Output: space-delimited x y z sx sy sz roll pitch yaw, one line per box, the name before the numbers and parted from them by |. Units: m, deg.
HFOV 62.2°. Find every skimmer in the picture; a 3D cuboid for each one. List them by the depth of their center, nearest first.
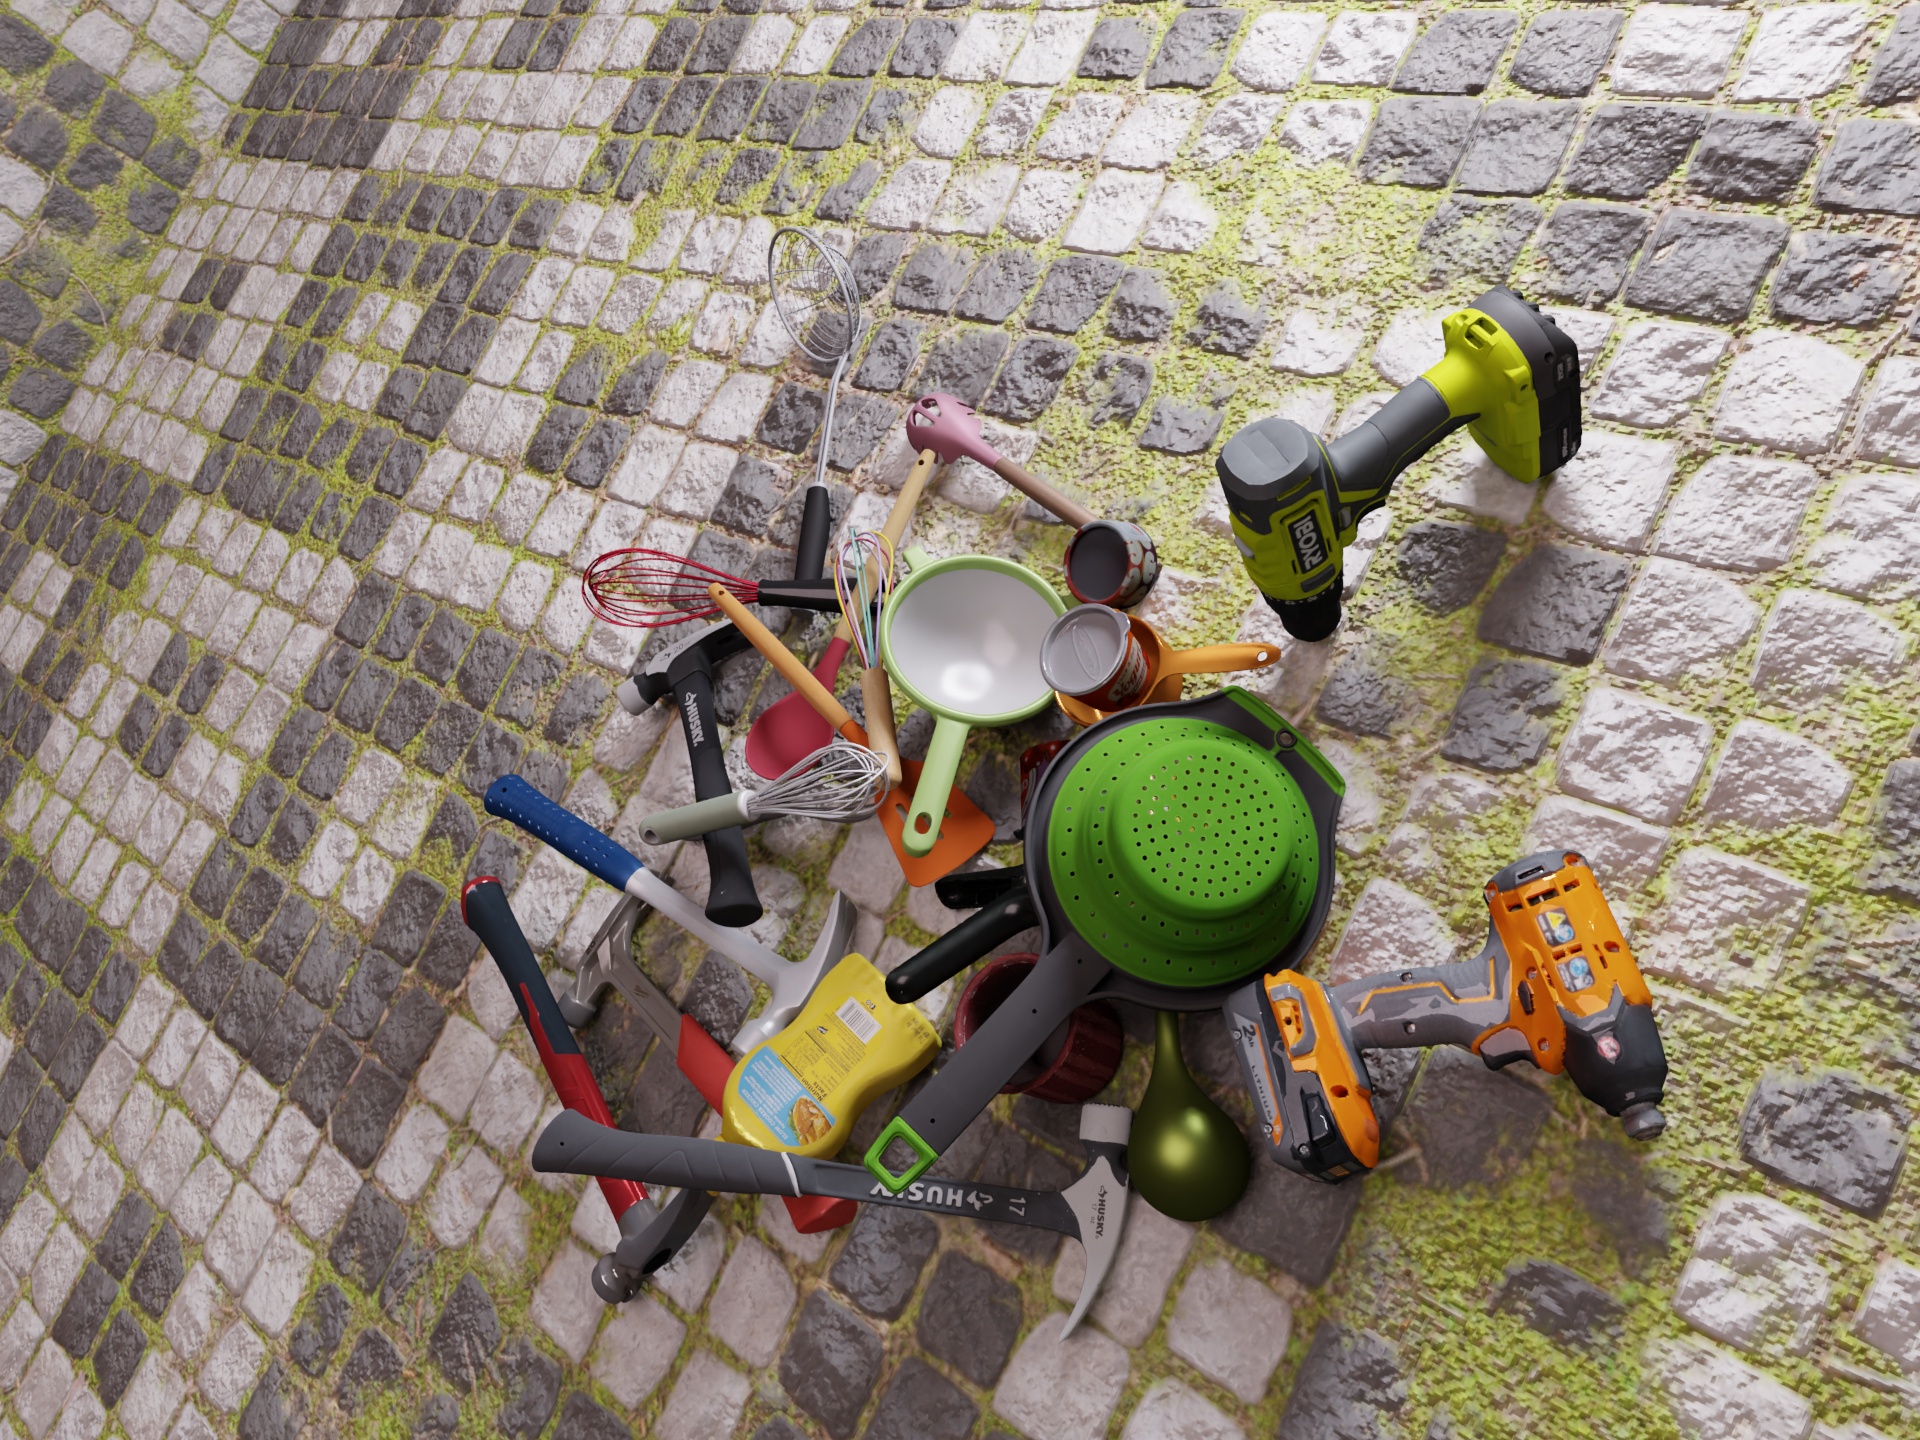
skimmer | -0.149 -0.269 1.428 0.127 0.090 0.363 147 132 -61

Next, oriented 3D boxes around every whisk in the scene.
whisk | -0.151 0.061 1.190 0.246 0.057 0.059 -15 25 33
whisk | -0.066 -0.054 1.227 0.047 0.051 0.245 -4 56 -8
whisk | -0.147 0.071 1.298 0.239 0.055 0.055 -15 61 34
whisk | -0.188 -0.109 1.360 0.296 0.073 0.073 3 69 14

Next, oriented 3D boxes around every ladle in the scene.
ladle | 0.140 0.169 1.058 0.078 0.062 0.320 -18 53 25
ladle | -0.089 -0.088 1.302 0.069 0.031 0.315 19 74 18

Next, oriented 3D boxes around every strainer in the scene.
strainer | -0.002 -0.004 1.189 0.151 0.069 0.256 15 62 2

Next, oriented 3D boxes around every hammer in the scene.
hammer | -0.093 0.311 1.060 0.409 0.036 0.149 4 74 12
hammer | -0.191 0.263 1.241 0.359 0.036 0.149 35 91 41
hammer | -0.314 0.262 1.283 0.143 0.038 0.387 -51 54 21
hammer | -0.202 0.040 1.306 0.146 0.035 0.335 -32 42 9
hammer | -0.255 0.132 1.306 0.406 0.035 0.144 25 70 35

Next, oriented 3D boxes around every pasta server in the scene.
pasta server | 0.054 -0.193 1.294 0.316 0.040 0.060 40 94 36

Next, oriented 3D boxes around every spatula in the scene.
spatula | -0.102 -0.004 1.242 0.081 0.041 0.323 -34 60 -20

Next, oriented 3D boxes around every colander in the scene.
colander | 0.088 0.132 0.973 0.204 0.094 0.397 43 76 9

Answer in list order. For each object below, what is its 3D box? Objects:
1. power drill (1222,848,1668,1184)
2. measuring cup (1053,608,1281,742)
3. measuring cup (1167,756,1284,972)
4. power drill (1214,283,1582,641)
power drill | 0.282 0.189 0.917 0.226 0.084 0.164 -26 56 18
measuring cup | 0.153 -0.031 1.129 0.174 0.052 0.095 -5 66 31
measuring cup | 0.188 0.096 1.067 0.062 0.029 0.157 -27 67 22
power drill | 0.282 -0.157 1.031 0.228 0.190 0.080 -33 52 1
